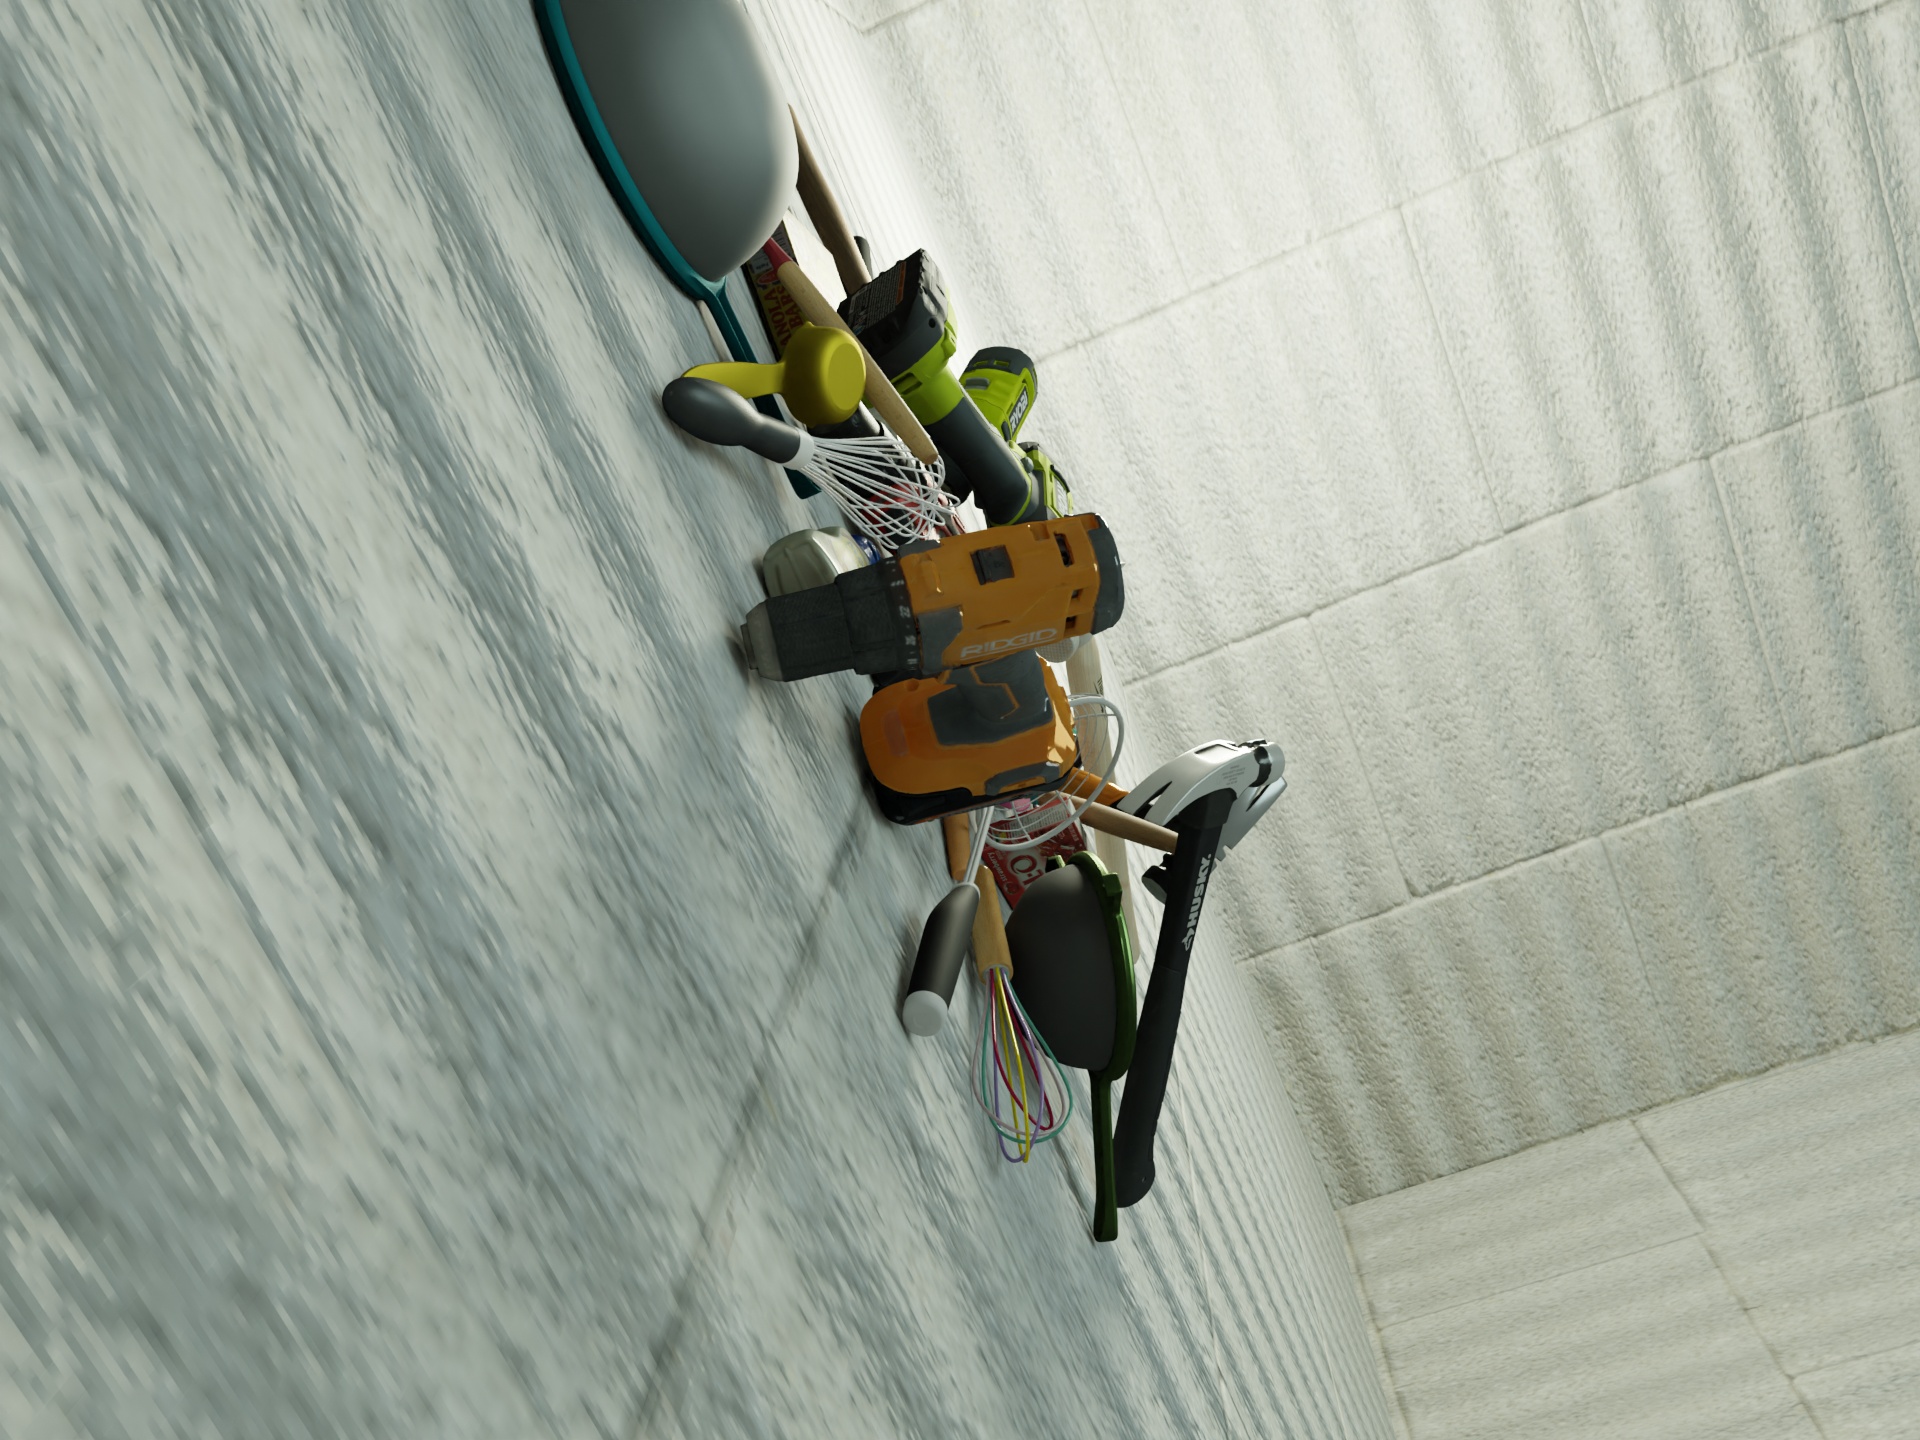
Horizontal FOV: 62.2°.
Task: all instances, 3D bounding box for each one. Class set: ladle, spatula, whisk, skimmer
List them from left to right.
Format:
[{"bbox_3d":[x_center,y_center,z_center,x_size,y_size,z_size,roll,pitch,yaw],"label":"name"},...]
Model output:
[{"bbox_3d":[-0.096,-0.267,1.002,0.316,0.031,0.069,55,-6,28],"label":"ladle"},{"bbox_3d":[-0.079,-0.146,0.903,0.284,0.070,0.070,10,59,-63],"label":"whisk"},{"bbox_3d":[-0.002,-0.004,1.152,0.323,0.041,0.081,-96,-172,-50],"label":"spatula"},{"bbox_3d":[0.026,0.165,0.957,0.047,0.051,0.245,56,12,-31],"label":"whisk"},{"bbox_3d":[0.038,0.088,0.959,0.363,0.090,0.127,-68,-178,-64],"label":"skimmer"},{"bbox_3d":[0.086,0.056,1.218,0.318,0.044,0.082,18,-38,60],"label":"spatula"}]

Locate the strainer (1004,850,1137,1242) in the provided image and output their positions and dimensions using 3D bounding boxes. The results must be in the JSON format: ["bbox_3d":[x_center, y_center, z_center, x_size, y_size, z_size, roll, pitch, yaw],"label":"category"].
[{"bbox_3d":[0.065,0.215,1.039,0.151,0.069,0.256,180,-94,-78],"label":"strainer"}]

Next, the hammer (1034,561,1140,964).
[{"bbox_3d":[0.134,0.055,1.469,0.146,0.038,0.410,-53,141,-48],"label":"hammer"}]

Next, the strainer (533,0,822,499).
[{"bbox_3d":[-0.127,-0.301,0.928,0.211,0.095,0.340,-75,142,-74],"label":"strainer"}]

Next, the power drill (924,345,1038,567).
[{"bbox_3d":[0.024,-0.171,1.329,0.191,0.080,0.228,-66,153,-45],"label":"power drill"}]

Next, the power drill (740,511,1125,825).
[{"bbox_3d":[-0.016,-0.021,0.844,0.226,0.185,0.084,94,-18,-65],"label":"power drill"}]

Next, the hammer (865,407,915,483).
[{"bbox_3d":[-0.019,-0.184,1.459,0.330,0.033,0.128,45,26,-68],"label":"hammer"}]

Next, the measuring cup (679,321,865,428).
[{"bbox_3d":[-0.100,-0.190,0.887,0.156,0.029,0.062,-27,121,-59],"label":"measuring cup"}]

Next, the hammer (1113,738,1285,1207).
[{"bbox_3d":[0.136,0.178,1.069,0.146,0.035,0.334,-9,115,-48],"label":"hammer"}]

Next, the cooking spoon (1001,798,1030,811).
[{"bbox_3d":[0.017,-0.006,1.276,0.068,0.017,0.319,27,19,-14],"label":"cooking spoon"}]

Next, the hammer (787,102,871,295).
[{"bbox_3d":[-0.104,-0.404,1.352,0.130,0.031,0.332,14,46,-57],"label":"hammer"}]

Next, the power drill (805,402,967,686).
[{"bbox_3d":[-0.036,-0.113,1.097,0.187,0.080,0.227,49,18,-50],"label":"power drill"}]

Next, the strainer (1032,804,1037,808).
[{"bbox_3d":[0.081,0.138,1.324,0.259,0.050,0.086,-105,176,-62],"label":"strainer"}]

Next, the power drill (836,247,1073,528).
[{"bbox_3d":[0.005,-0.217,1.145,0.223,0.080,0.171,50,23,-29],"label":"power drill"}]

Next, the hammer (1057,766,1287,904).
[{"bbox_3d":[0.126,0.060,1.262,0.034,0.127,0.337,48,-11,-19],"label":"hammer"}]
